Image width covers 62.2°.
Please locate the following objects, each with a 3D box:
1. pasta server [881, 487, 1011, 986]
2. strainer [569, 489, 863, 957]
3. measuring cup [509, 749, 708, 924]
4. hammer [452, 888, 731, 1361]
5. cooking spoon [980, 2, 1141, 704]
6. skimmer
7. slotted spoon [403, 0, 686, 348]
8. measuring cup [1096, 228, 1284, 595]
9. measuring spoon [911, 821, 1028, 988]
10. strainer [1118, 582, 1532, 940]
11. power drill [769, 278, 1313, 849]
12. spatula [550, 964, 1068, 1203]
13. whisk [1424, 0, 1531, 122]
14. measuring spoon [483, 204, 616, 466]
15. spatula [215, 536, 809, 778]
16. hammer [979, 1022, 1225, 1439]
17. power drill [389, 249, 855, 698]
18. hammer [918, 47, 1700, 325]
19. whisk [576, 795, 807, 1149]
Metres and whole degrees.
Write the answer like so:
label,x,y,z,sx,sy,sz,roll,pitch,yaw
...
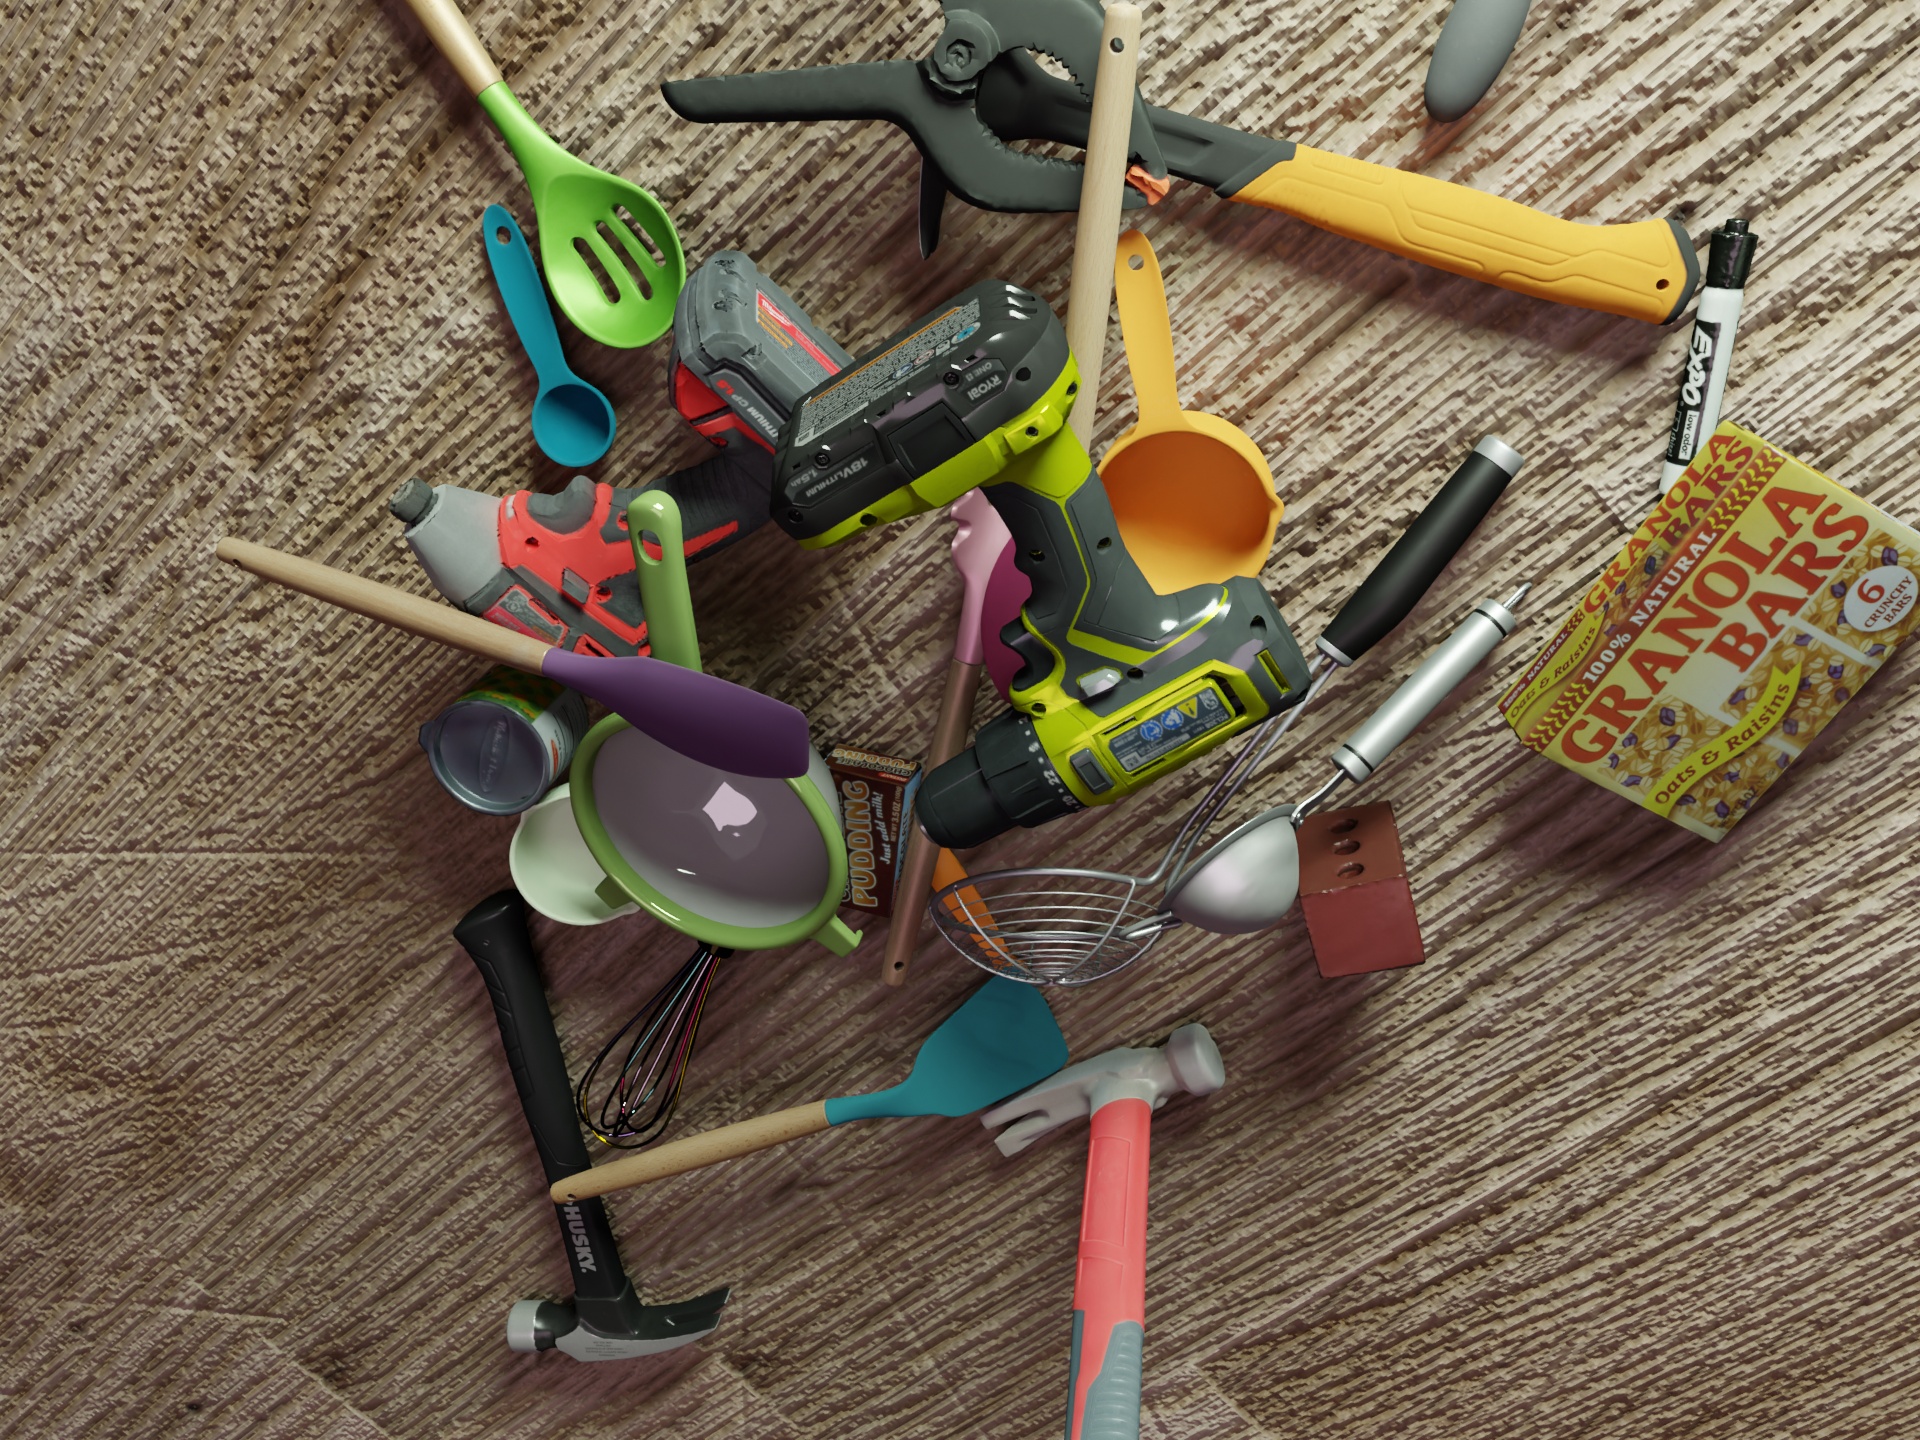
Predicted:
label,x,y,z,sx,sy,sz,roll,pitch,yaw
pasta server,-0.001,-0.003,0.795,0.060,0.040,0.316,9,110,-12
strainer,-0.120,-0.004,0.778,0.151,0.069,0.256,9,125,18
measuring cup,-0.171,0.039,0.862,0.167,0.038,0.083,-43,107,5
hammer,-0.238,0.252,0.963,0.146,0.035,0.334,-4,113,11
cooking spoon,0.050,-0.138,0.691,0.069,0.017,0.318,12,122,11
skimmer,0.127,-0.002,0.787,0.127,0.090,0.363,25,108,-44
slotted spoon,-0.226,-0.307,0.715,0.070,0.031,0.313,-30,105,19
measuring cup,0.095,-0.138,0.727,0.095,0.052,0.173,-7,111,16
measuring spoon,0.002,0.103,0.871,0.021,0.011,0.116,-27,107,19
strainer,0.182,0.028,0.756,0.258,0.086,0.050,-46,65,1
power drill,0.019,-0.052,0.689,0.190,0.080,0.228,-29,119,16
spatula,-0.096,0.224,0.911,0.317,0.044,0.082,-19,122,15
whisk,0.250,-0.367,0.603,0.070,0.070,0.284,21,120,-1
measuring spoon,-0.201,-0.187,0.774,0.042,0.021,0.128,-16,102,13
spatula,-0.214,-0.033,0.744,0.316,0.018,0.059,19,136,12
hammer,0.055,0.284,0.737,0.143,0.386,0.038,-26,108,19
power drill,-0.154,-0.109,0.747,0.219,0.079,0.143,-33,128,23
hammer,0.149,-0.224,0.690,0.337,0.034,0.127,16,115,1
whisk,-0.144,0.145,0.890,0.047,0.051,0.245,42,110,31
